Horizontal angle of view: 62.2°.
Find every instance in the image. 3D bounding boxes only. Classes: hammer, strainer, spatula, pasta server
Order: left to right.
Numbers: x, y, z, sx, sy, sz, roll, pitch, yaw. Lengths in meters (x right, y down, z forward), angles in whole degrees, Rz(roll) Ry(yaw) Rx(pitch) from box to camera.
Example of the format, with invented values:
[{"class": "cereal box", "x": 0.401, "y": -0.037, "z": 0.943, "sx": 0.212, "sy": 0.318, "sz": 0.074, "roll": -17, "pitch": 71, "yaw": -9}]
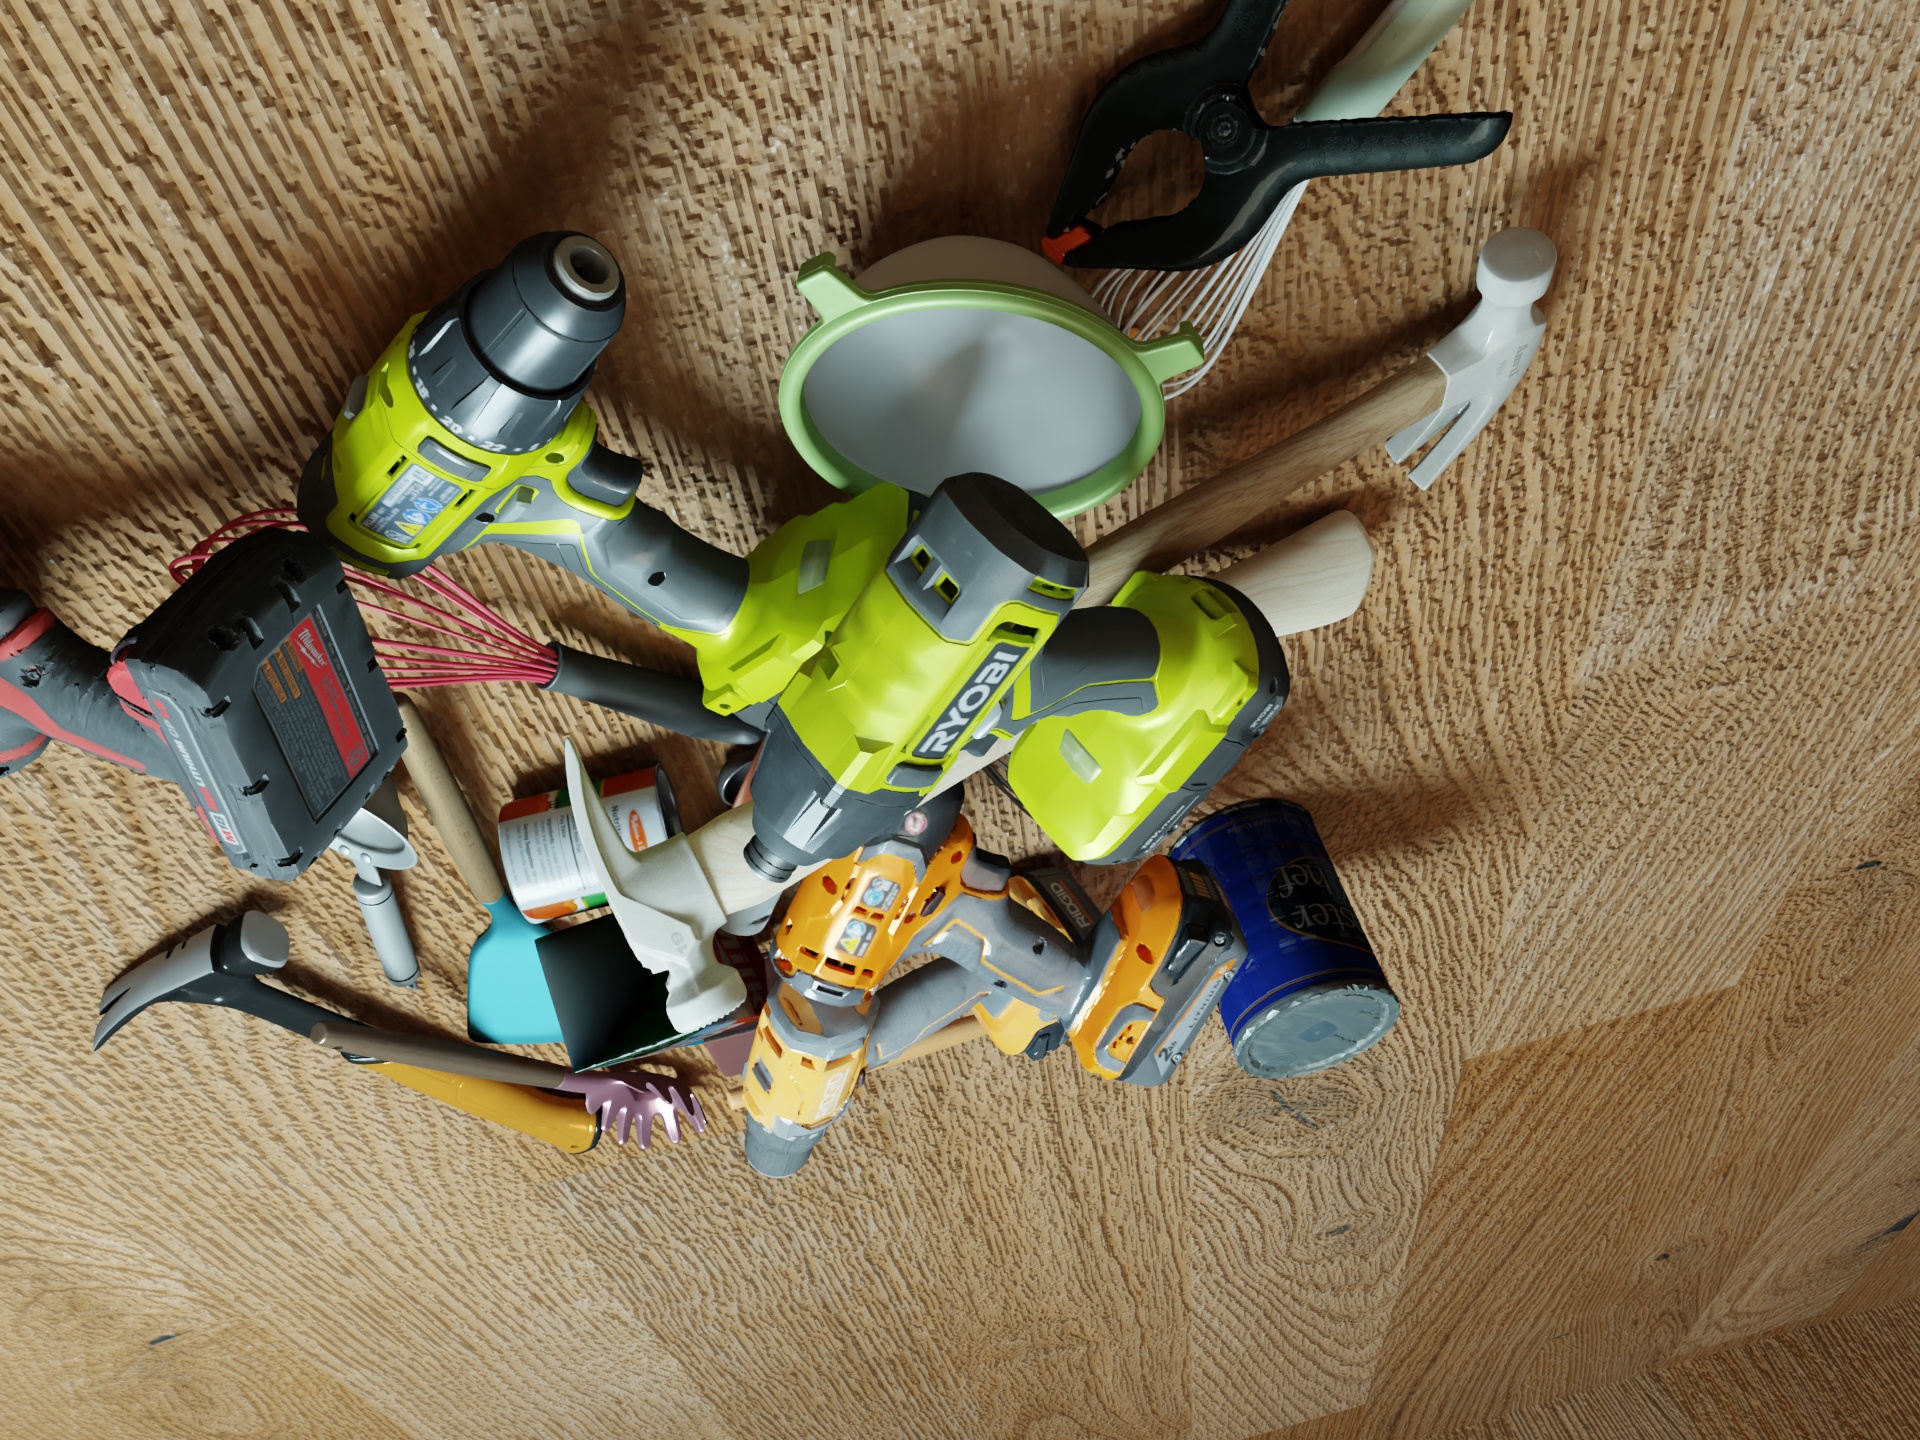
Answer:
[{"class": "strainer", "x": -0.306, "y": 0.079, "z": 0.822, "sx": 0.087, "sy": 0.050, "sz": 0.258, "roll": 20, "pitch": 144, "yaw": 6}, {"class": "hammer", "x": -0.342, "y": 0.209, "z": 0.963, "sx": 0.127, "sy": 0.034, "sz": 0.336, "roll": -26, "pitch": 142, "yaw": 17}, {"class": "spatula", "x": -0.252, "y": 0.087, "z": 0.832, "sx": 0.082, "sy": 0.044, "sz": 0.317, "roll": -2, "pitch": 146, "yaw": -2}, {"class": "pasta server", "x": -0.264, "y": 0.221, "z": 0.969, "sx": 0.060, "sy": 0.040, "sz": 0.316, "roll": -26, "pitch": 151, "yaw": 19}, {"class": "strainer", "x": -0.004, "y": -0.122, "z": 0.682, "sx": 0.151, "sy": 0.069, "sz": 0.256, "roll": 8, "pitch": 155, "yaw": -9}, {"class": "spatula", "x": 0.002, "y": 0.218, "z": 1.076, "sx": 0.322, "sy": 0.041, "sz": 0.081, "roll": -13, "pitch": 142, "yaw": -20}, {"class": "hammer", "x": 0.017, "y": -0.011, "z": 0.767, "sx": 0.410, "sy": 0.146, "sz": 0.038, "roll": -27, "pitch": -175, "yaw": -11}, {"class": "hammer", "x": 0.115, "y": -0.095, "z": 0.713, "sx": 0.331, "sy": 0.031, "sz": 0.130, "roll": -30, "pitch": 155, "yaw": -3}]

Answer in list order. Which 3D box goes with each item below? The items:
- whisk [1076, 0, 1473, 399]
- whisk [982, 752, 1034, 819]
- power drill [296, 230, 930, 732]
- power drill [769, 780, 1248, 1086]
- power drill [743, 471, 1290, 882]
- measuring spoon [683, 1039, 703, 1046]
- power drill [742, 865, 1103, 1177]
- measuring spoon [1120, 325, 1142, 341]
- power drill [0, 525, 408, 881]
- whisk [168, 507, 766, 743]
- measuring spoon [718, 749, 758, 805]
[{"class": "whisk", "x": 0.133, "y": -0.222, "z": 0.620, "sx": 0.059, "sy": 0.058, "sz": 0.246, "roll": 36, "pitch": 117, "yaw": -11}, {"class": "whisk", "x": 0.000, "y": -0.003, "z": 0.832, "sx": 0.055, "sy": 0.055, "sz": 0.238, "roll": -38, "pitch": 132, "yaw": 24}, {"class": "power drill", "x": -0.118, "y": -0.084, "z": 0.617, "sx": 0.228, "sy": 0.080, "sz": 0.190, "roll": 26, "pitch": 145, "yaw": -32}, {"class": "power drill", "x": 0.033, "y": 0.096, "z": 0.842, "sx": 0.226, "sy": 0.084, "sz": 0.164, "roll": 20, "pitch": 113, "yaw": -17}, {"class": "power drill", "x": 0.023, "y": -0.002, "z": 0.635, "sx": 0.223, "sy": 0.080, "sz": 0.171, "roll": 6, "pitch": 128, "yaw": -53}, {"class": "measuring spoon", "x": -0.151, "y": 0.212, "z": 1.048, "sx": 0.128, "sy": 0.021, "sz": 0.042, "roll": -5, "pitch": 139, "yaw": -16}, {"class": "power drill", "x": -0.030, "y": 0.191, "z": 0.969, "sx": 0.226, "sy": 0.084, "sz": 0.185, "roll": -17, "pitch": 145, "yaw": -32}, {"class": "measuring spoon", "x": 0.041, "y": -0.134, "z": 0.719, "sx": 0.021, "sy": 0.011, "sz": 0.117, "roll": 22, "pitch": 124, "yaw": -35}, {"class": "power drill", "x": -0.337, "y": -0.040, "z": 0.583, "sx": 0.227, "sy": 0.080, "sz": 0.187, "roll": 12, "pitch": 135, "yaw": 16}, {"class": "whisk", "x": -0.203, "y": -0.030, "z": 0.717, "sx": 0.295, "sy": 0.073, "sz": 0.073, "roll": 18, "pitch": 130, "yaw": -44}, {"class": "measuring spoon", "x": -0.113, "y": 0.052, "z": 0.881, "sx": 0.034, "sy": 0.018, "sz": 0.124, "roll": -32, "pitch": 151, "yaw": -16}]
